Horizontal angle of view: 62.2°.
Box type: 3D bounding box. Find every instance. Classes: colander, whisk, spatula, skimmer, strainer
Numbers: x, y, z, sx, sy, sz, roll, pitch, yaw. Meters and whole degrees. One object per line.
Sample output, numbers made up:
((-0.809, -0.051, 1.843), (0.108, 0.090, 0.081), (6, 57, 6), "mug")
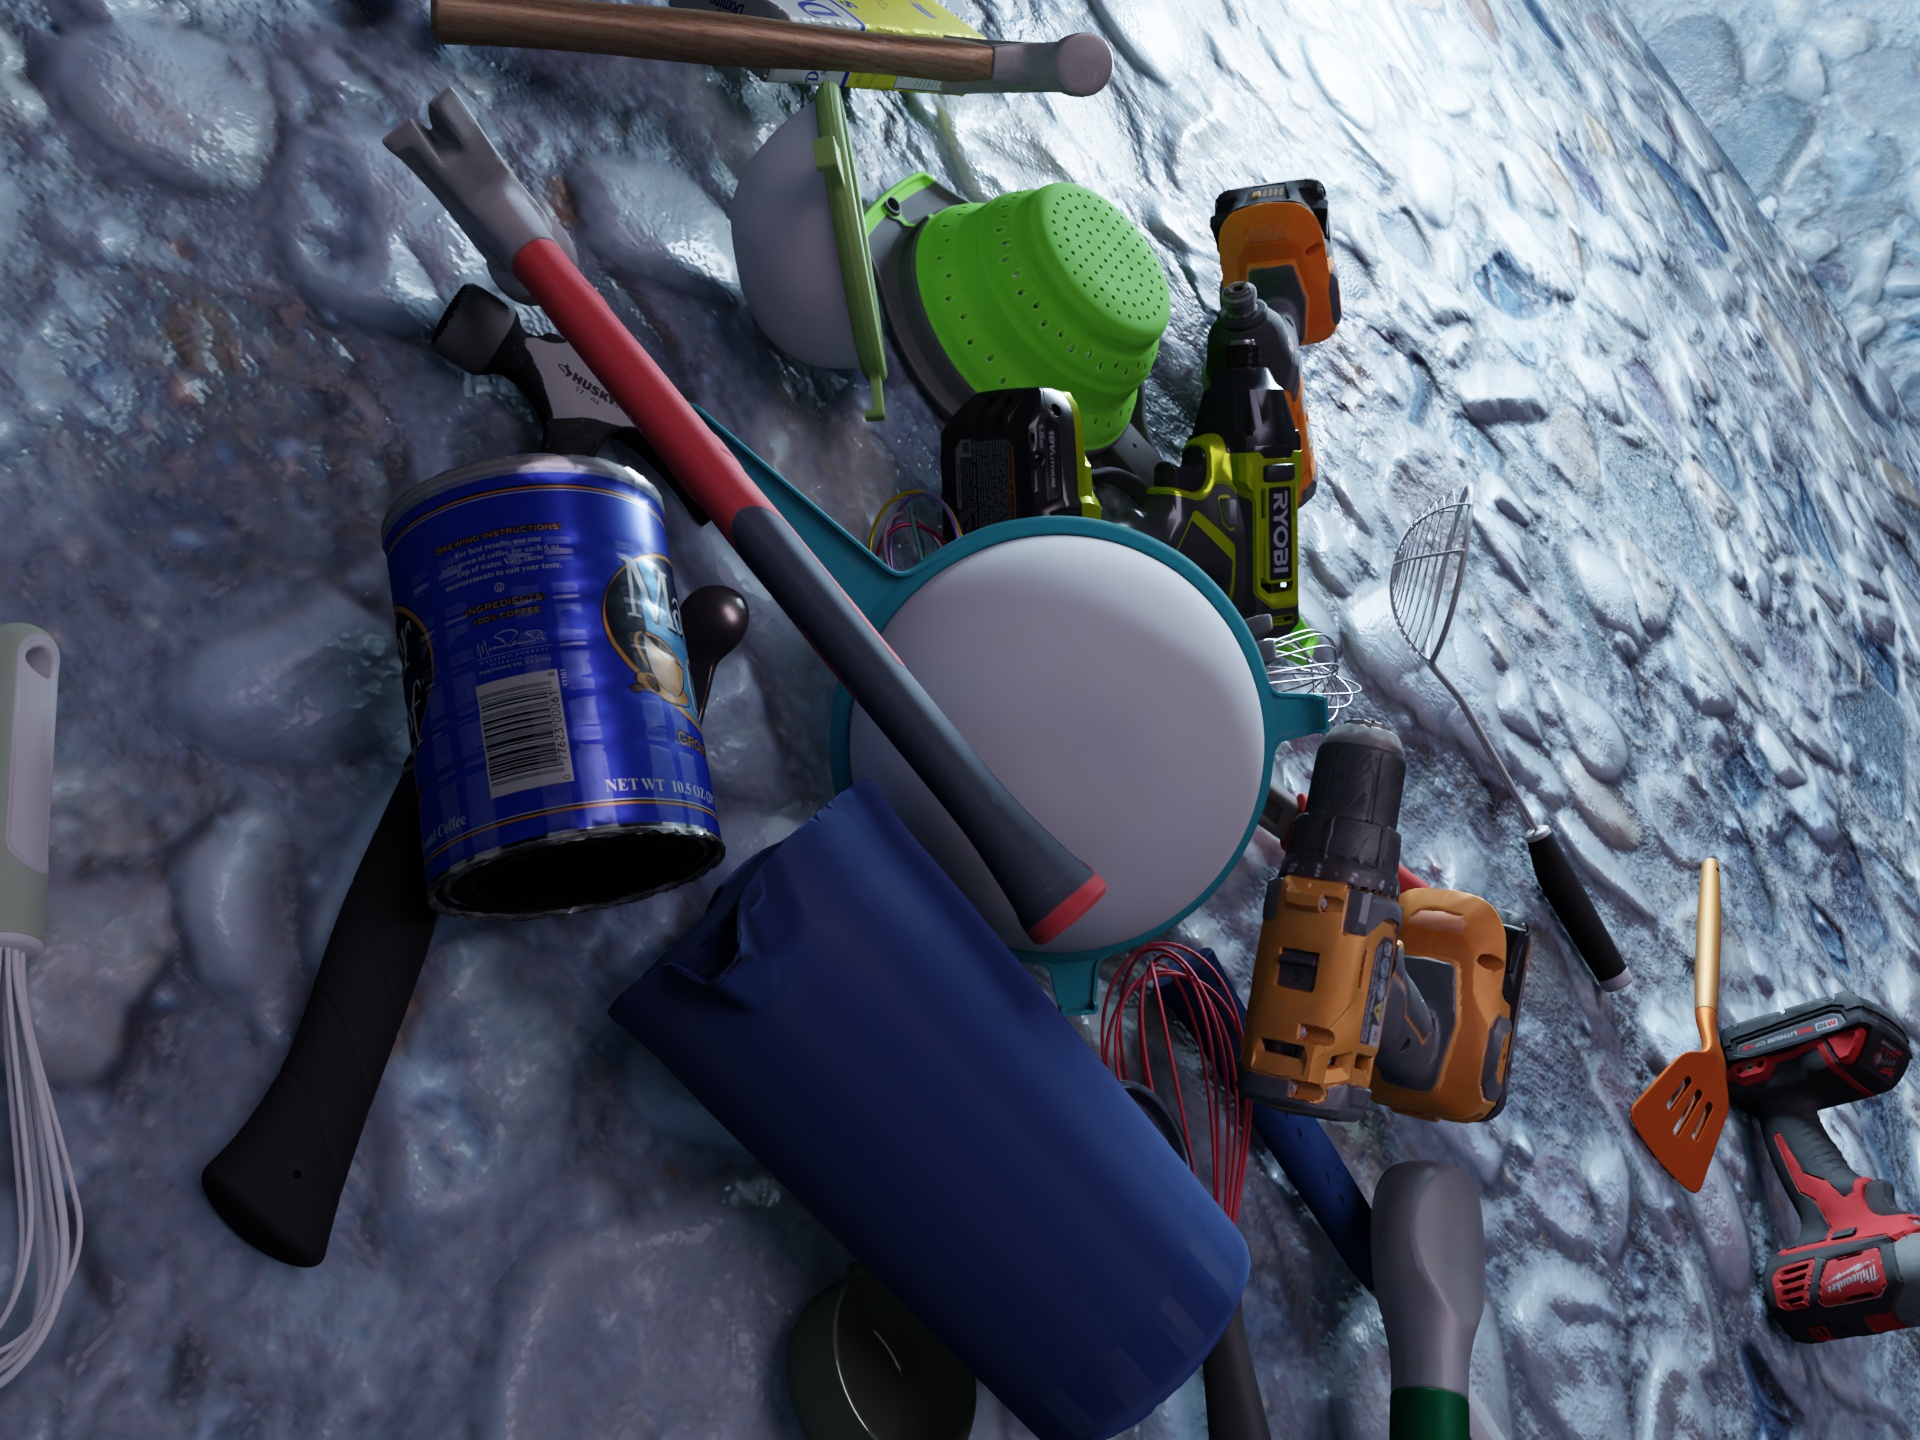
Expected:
((0.114, -0.195, 0.973), (0.397, 0.094, 0.205), (45, 44, -12), "colander")
((0.116, 0.250, 0.744), (0.073, 0.073, 0.296), (8, 67, -40), "whisk")
((-0.003, -0.002, 0.800), (0.047, 0.051, 0.245), (-11, 76, -9), "whisk")
((0.548, 0.206, 1.188), (0.081, 0.041, 0.323), (48, 39, -10), "spatula")
((0.403, 0.013, 1.118), (0.363, 0.090, 0.127), (62, 11, 2), "skimmer")
((0.000, -0.026, 0.695), (0.340, 0.211, 0.095), (39, 1, -9), "strainer")
((-0.292, 0.076, 0.482), (0.057, 0.059, 0.247), (60, 16, -63), "whisk")
((0.131, -0.017, 0.916), (0.284, 0.070, 0.070), (-5, 70, -39), "whisk")
((-0.088, -0.280, 0.859), (0.257, 0.069, 0.151), (-101, -179, -48), "strainer")

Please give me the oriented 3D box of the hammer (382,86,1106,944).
((-0.078, -0.073, 0.618), (0.386, 0.038, 0.143), (51, -2, 5), "hammer")

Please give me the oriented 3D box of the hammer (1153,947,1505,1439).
((0.228, 0.296, 0.832), (0.144, 0.035, 0.405), (-32, 90, -47), "hammer")

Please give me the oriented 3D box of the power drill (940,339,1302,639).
((0.100, -0.124, 0.880), (0.223, 0.080, 0.171), (-10, 102, -37), "power drill")

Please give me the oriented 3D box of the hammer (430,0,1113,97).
((-0.097, -0.348, 0.816), (0.331, 0.031, 0.130), (-1, 20, -14), "hammer")

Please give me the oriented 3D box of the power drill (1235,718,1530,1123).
((0.218, 0.111, 0.803), (0.226, 0.084, 0.185), (24, 75, -52), "power drill")

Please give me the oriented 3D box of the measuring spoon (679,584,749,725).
((-0.121, -0.003, 0.676), (0.018, 0.034, 0.124), (43, 57, -57), "measuring spoon")

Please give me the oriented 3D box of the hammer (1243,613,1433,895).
((0.216, 0.069, 0.896), (0.358, 0.149, 0.037), (33, 41, -32), "hammer")

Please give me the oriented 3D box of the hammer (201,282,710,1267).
((-0.192, 0.005, 0.623), (0.149, 0.036, 0.409), (30, 50, -27), "hammer")

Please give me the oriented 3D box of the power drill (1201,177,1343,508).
((0.206, -0.269, 1.069), (0.164, 0.084, 0.227), (67, 28, -45), "power drill")

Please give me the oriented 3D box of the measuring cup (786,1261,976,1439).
((-0.013, 0.246, 0.650), (0.083, 0.038, 0.167), (58, 26, 8), "measuring cup")

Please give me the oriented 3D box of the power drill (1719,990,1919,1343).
((0.620, 0.310, 1.104), (0.078, 0.143, 0.220), (31, 46, -29), "power drill")
